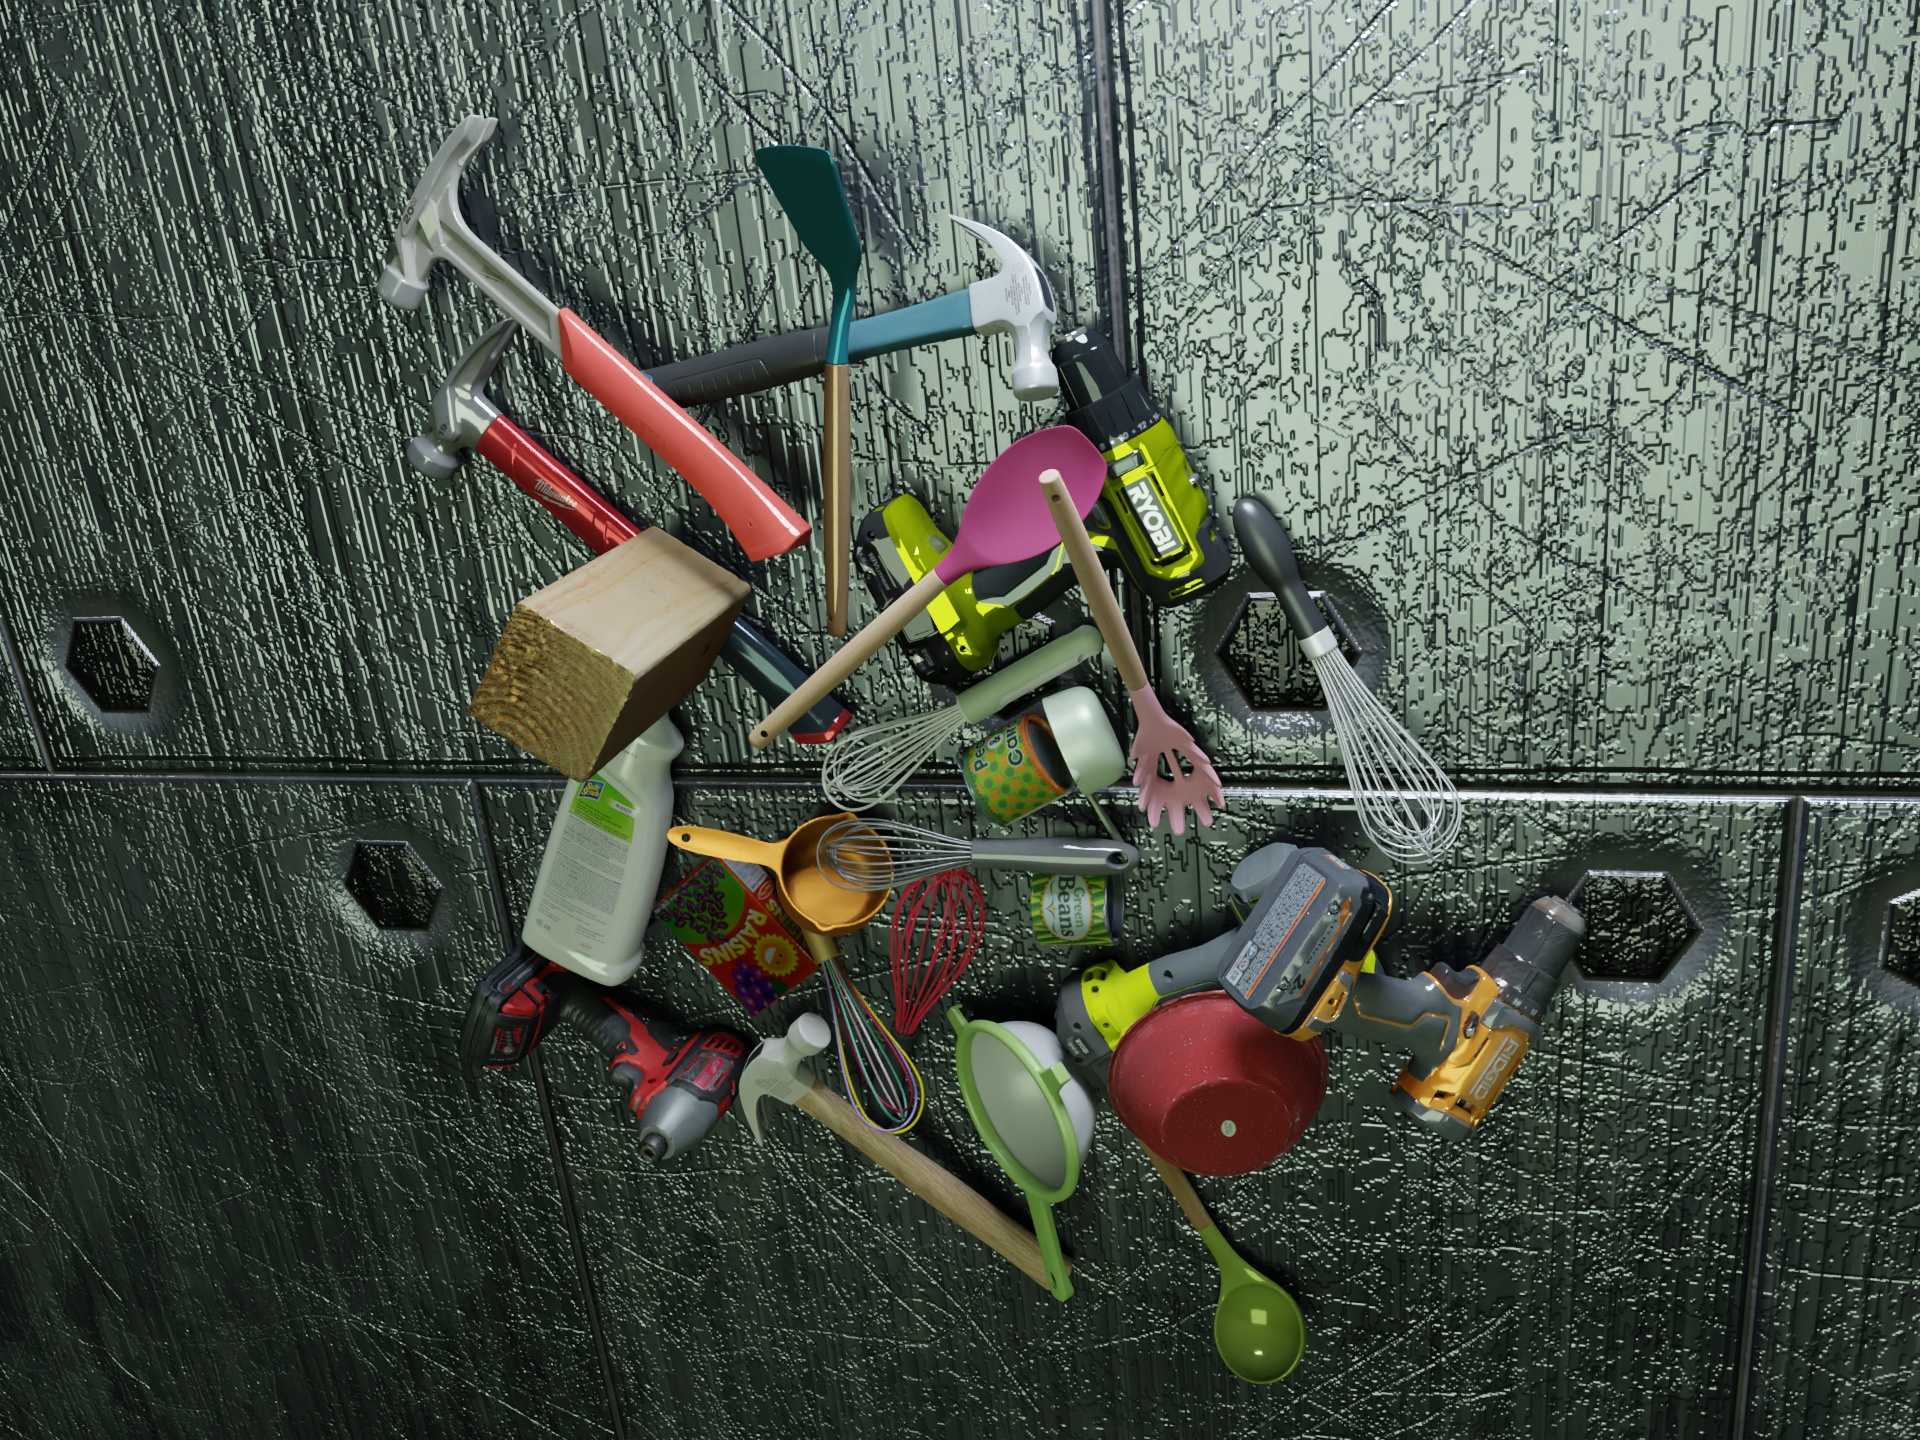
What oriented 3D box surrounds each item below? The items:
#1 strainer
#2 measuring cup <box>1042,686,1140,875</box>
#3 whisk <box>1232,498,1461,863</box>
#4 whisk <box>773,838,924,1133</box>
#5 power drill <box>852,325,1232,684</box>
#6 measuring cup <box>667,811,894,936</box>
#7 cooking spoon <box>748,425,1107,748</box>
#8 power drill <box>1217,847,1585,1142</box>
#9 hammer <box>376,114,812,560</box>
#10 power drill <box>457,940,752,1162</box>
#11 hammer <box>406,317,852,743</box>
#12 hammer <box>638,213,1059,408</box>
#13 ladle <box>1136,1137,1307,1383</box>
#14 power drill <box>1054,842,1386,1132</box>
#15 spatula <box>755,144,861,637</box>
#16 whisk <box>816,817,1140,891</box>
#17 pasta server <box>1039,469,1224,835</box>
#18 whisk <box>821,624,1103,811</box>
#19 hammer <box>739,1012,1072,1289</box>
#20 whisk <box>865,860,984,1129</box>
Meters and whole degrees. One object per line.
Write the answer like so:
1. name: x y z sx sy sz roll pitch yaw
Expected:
1. strainer: 0.075 0.339 1.254 0.152 0.069 0.256 17 126 55
2. measuring cup: 0.110 0.046 1.150 0.038 0.083 0.167 -26 120 9
3. whisk: 0.258 -0.025 1.081 0.070 0.070 0.284 -27 97 24
4. whisk: -0.090 0.205 1.241 0.047 0.051 0.245 -30 79 30
5. power drill: 0.047 -0.138 1.080 0.228 0.080 0.190 -24 103 20
6. measuring cup: -0.139 0.112 1.216 0.173 0.095 0.052 13 157 -5
7. cooking spoon: -0.031 -0.080 1.065 0.319 0.017 0.068 -40 100 20
8. power drill: 0.311 0.168 1.084 0.226 0.084 0.185 30 95 -21
9. hammer: -0.239 -0.245 1.091 0.359 0.037 0.149 41 114 4
10. power drill: -0.291 0.274 1.306 0.220 0.143 0.078 27 119 6
11. hammer: -0.227 -0.128 1.182 0.386 0.038 0.143 40 115 -3
12. hammer: -0.093 -0.250 1.077 0.331 0.033 0.128 -8 82 24
13. ladle: 0.179 0.388 1.268 0.078 0.062 0.320 -28 99 25
14. power drill: 0.198 0.210 1.179 0.223 0.080 0.171 -32 105 22
15. spatula: -0.090 -0.205 1.034 0.082 0.044 0.317 22 118 45
16. whisk: 0.011 0.100 1.160 0.239 0.055 0.055 0 112 11
17. pasta server: 0.111 -0.038 1.062 0.060 0.040 0.315 -18 132 12
18. whisk: -0.002 -0.004 1.165 0.246 0.057 0.059 -29 71 20
19. hammer: -0.042 0.368 1.304 0.331 0.031 0.130 39 123 -14
20. whisk: -0.039 0.230 1.265 0.073 0.073 0.295 20 120 7
